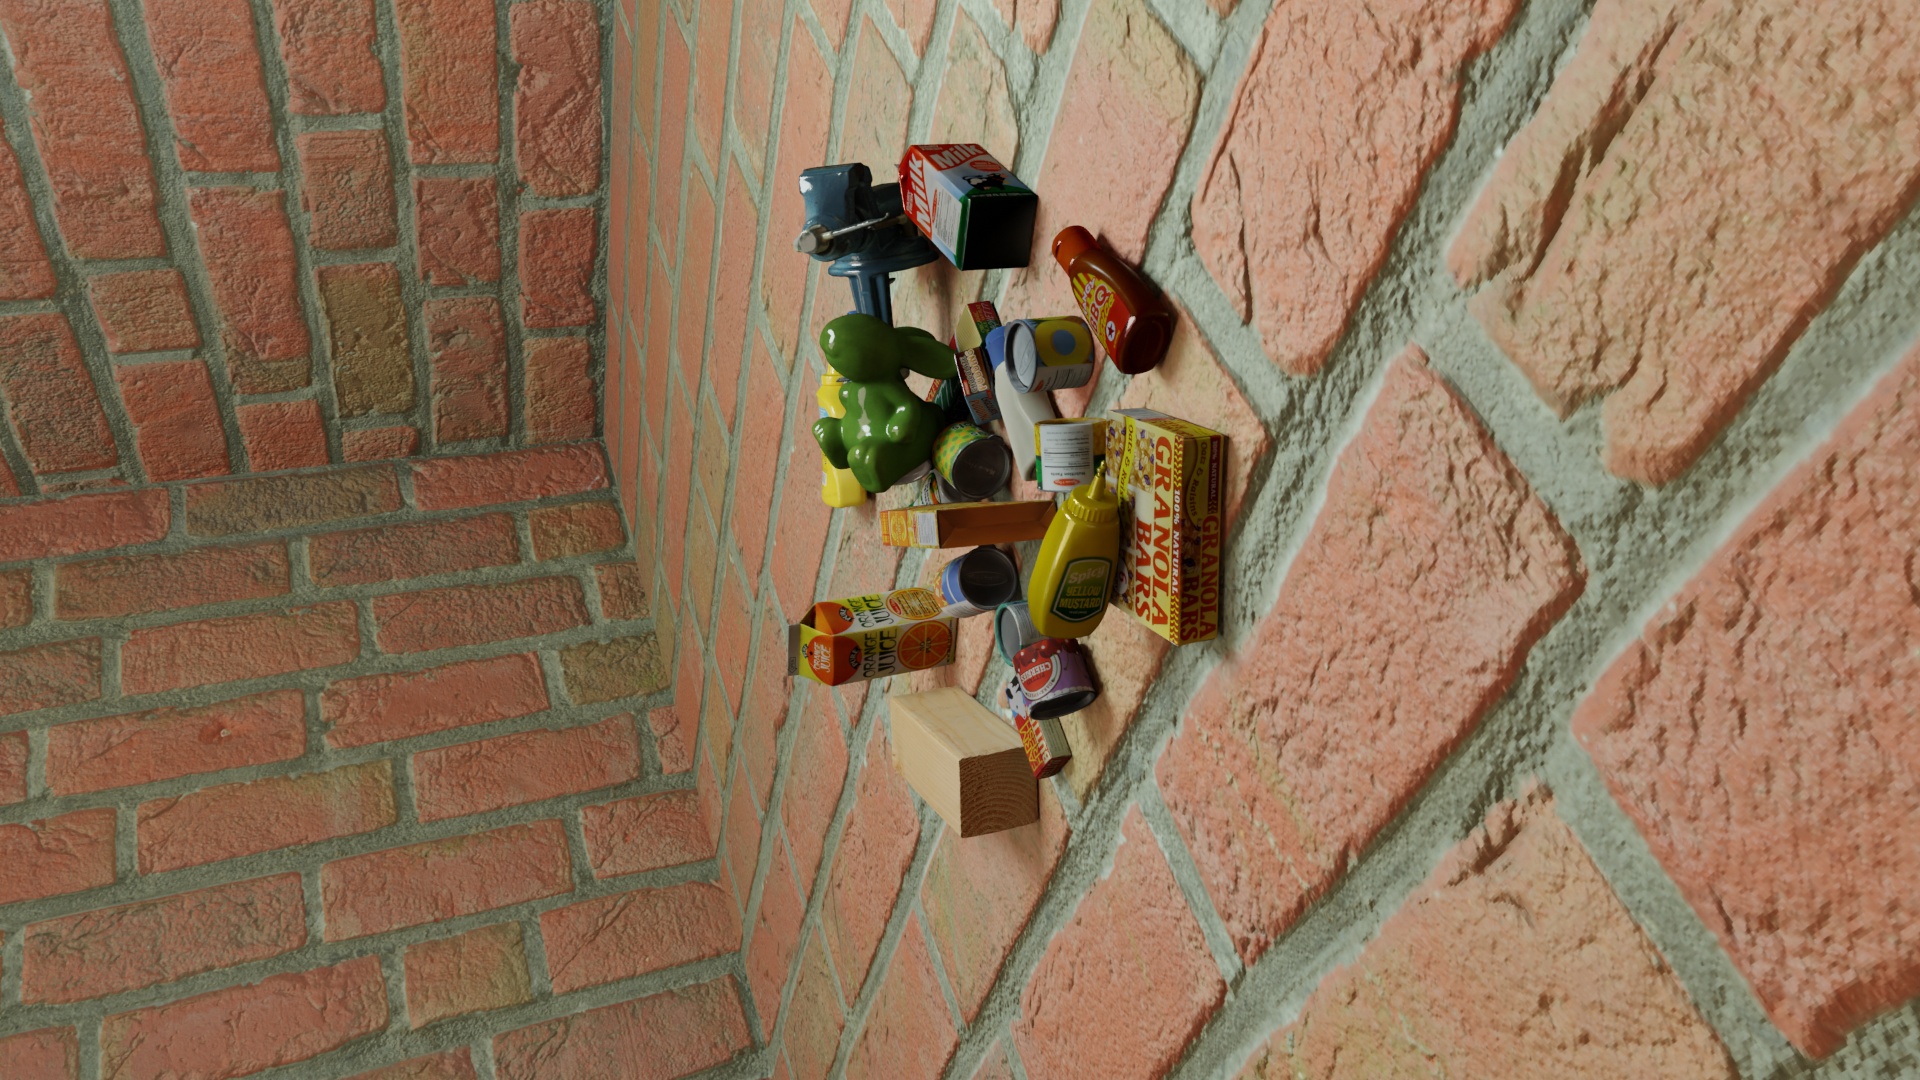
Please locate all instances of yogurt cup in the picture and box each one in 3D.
[{"bbox_3d":[-0.069,-0.099,1.535,0.072,0.072,0.054,122,142,-58],"label":"yogurt cup"}]

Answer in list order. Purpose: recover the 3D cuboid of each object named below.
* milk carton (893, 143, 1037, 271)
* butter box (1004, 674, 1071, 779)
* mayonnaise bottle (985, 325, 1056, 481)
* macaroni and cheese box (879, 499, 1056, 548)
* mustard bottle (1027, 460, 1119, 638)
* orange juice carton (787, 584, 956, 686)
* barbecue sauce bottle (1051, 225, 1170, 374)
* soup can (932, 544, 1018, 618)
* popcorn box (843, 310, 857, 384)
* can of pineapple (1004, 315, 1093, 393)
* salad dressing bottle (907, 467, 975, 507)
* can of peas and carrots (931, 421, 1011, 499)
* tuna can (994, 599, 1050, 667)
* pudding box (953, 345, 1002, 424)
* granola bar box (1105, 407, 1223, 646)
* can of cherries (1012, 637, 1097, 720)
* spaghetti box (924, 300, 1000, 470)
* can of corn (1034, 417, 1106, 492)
[{"bbox_3d":[0.000,-0.335,1.352,0.191,0.072,0.073,-126,35,-48],"label":"milk carton"},{"bbox_3d":[0.077,0.183,1.401,0.052,0.024,0.104,117,139,-54],"label":"butter box"},{"bbox_3d":[0.060,-0.133,1.315,0.064,0.041,0.148,118,141,-61],"label":"mayonnaise bottle"},{"bbox_3d":[0.005,-0.017,1.378,0.166,0.124,0.040,-177,83,-68],"label":"macaroni and cheese box"},{"bbox_3d":[0.098,0.006,1.132,0.049,0.065,0.159,-117,32,-52],"label":"mustard bottle"},{"bbox_3d":[-0.107,0.112,1.607,0.073,0.193,0.071,-128,35,-52],"label":"orange juice carton"},{"bbox_3d":[0.120,-0.203,1.137,0.064,0.044,0.149,102,151,-43],"label":"barbecue sauce bottle"},{"bbox_3d":[0.015,0.042,1.454,0.083,0.071,0.071,155,106,-68],"label":"soup can"},{"bbox_3d":[-0.113,-0.212,1.719,0.085,0.038,0.126,-129,37,-50],"label":"popcorn box"},{"bbox_3d":[0.078,-0.167,1.234,0.071,0.058,0.071,173,89,-68],"label":"can of pineapple"},{"bbox_3d":[-0.026,-0.042,1.554,0.147,0.044,0.064,144,115,-66],"label":"salad dressing bottle"},{"bbox_3d":[0.012,-0.085,1.418,0.059,0.071,0.070,-135,42,-57],"label":"can of peas and carrots"},{"bbox_3d":[0.061,0.094,1.400,0.071,0.033,0.071,173,89,-68],"label":"tuna can"},{"bbox_3d":[0.019,-0.153,1.380,0.083,0.030,0.050,57,-163,-73],"label":"pudding box"},{"bbox_3d":[0.160,-0.015,1.107,0.124,0.039,0.165,-146,52,-63],"label":"granola bar box"},{"bbox_3d":[0.086,0.128,1.299,0.071,0.071,0.058,120,138,-57],"label":"can of cherries"},{"bbox_3d":[-0.007,-0.159,1.487,0.248,0.029,0.050,119,137,-56],"label":"spaghetti box"},{"bbox_3d":[0.098,-0.075,1.208,0.071,0.071,0.058,-161,66,-66],"label":"can of corn"}]
